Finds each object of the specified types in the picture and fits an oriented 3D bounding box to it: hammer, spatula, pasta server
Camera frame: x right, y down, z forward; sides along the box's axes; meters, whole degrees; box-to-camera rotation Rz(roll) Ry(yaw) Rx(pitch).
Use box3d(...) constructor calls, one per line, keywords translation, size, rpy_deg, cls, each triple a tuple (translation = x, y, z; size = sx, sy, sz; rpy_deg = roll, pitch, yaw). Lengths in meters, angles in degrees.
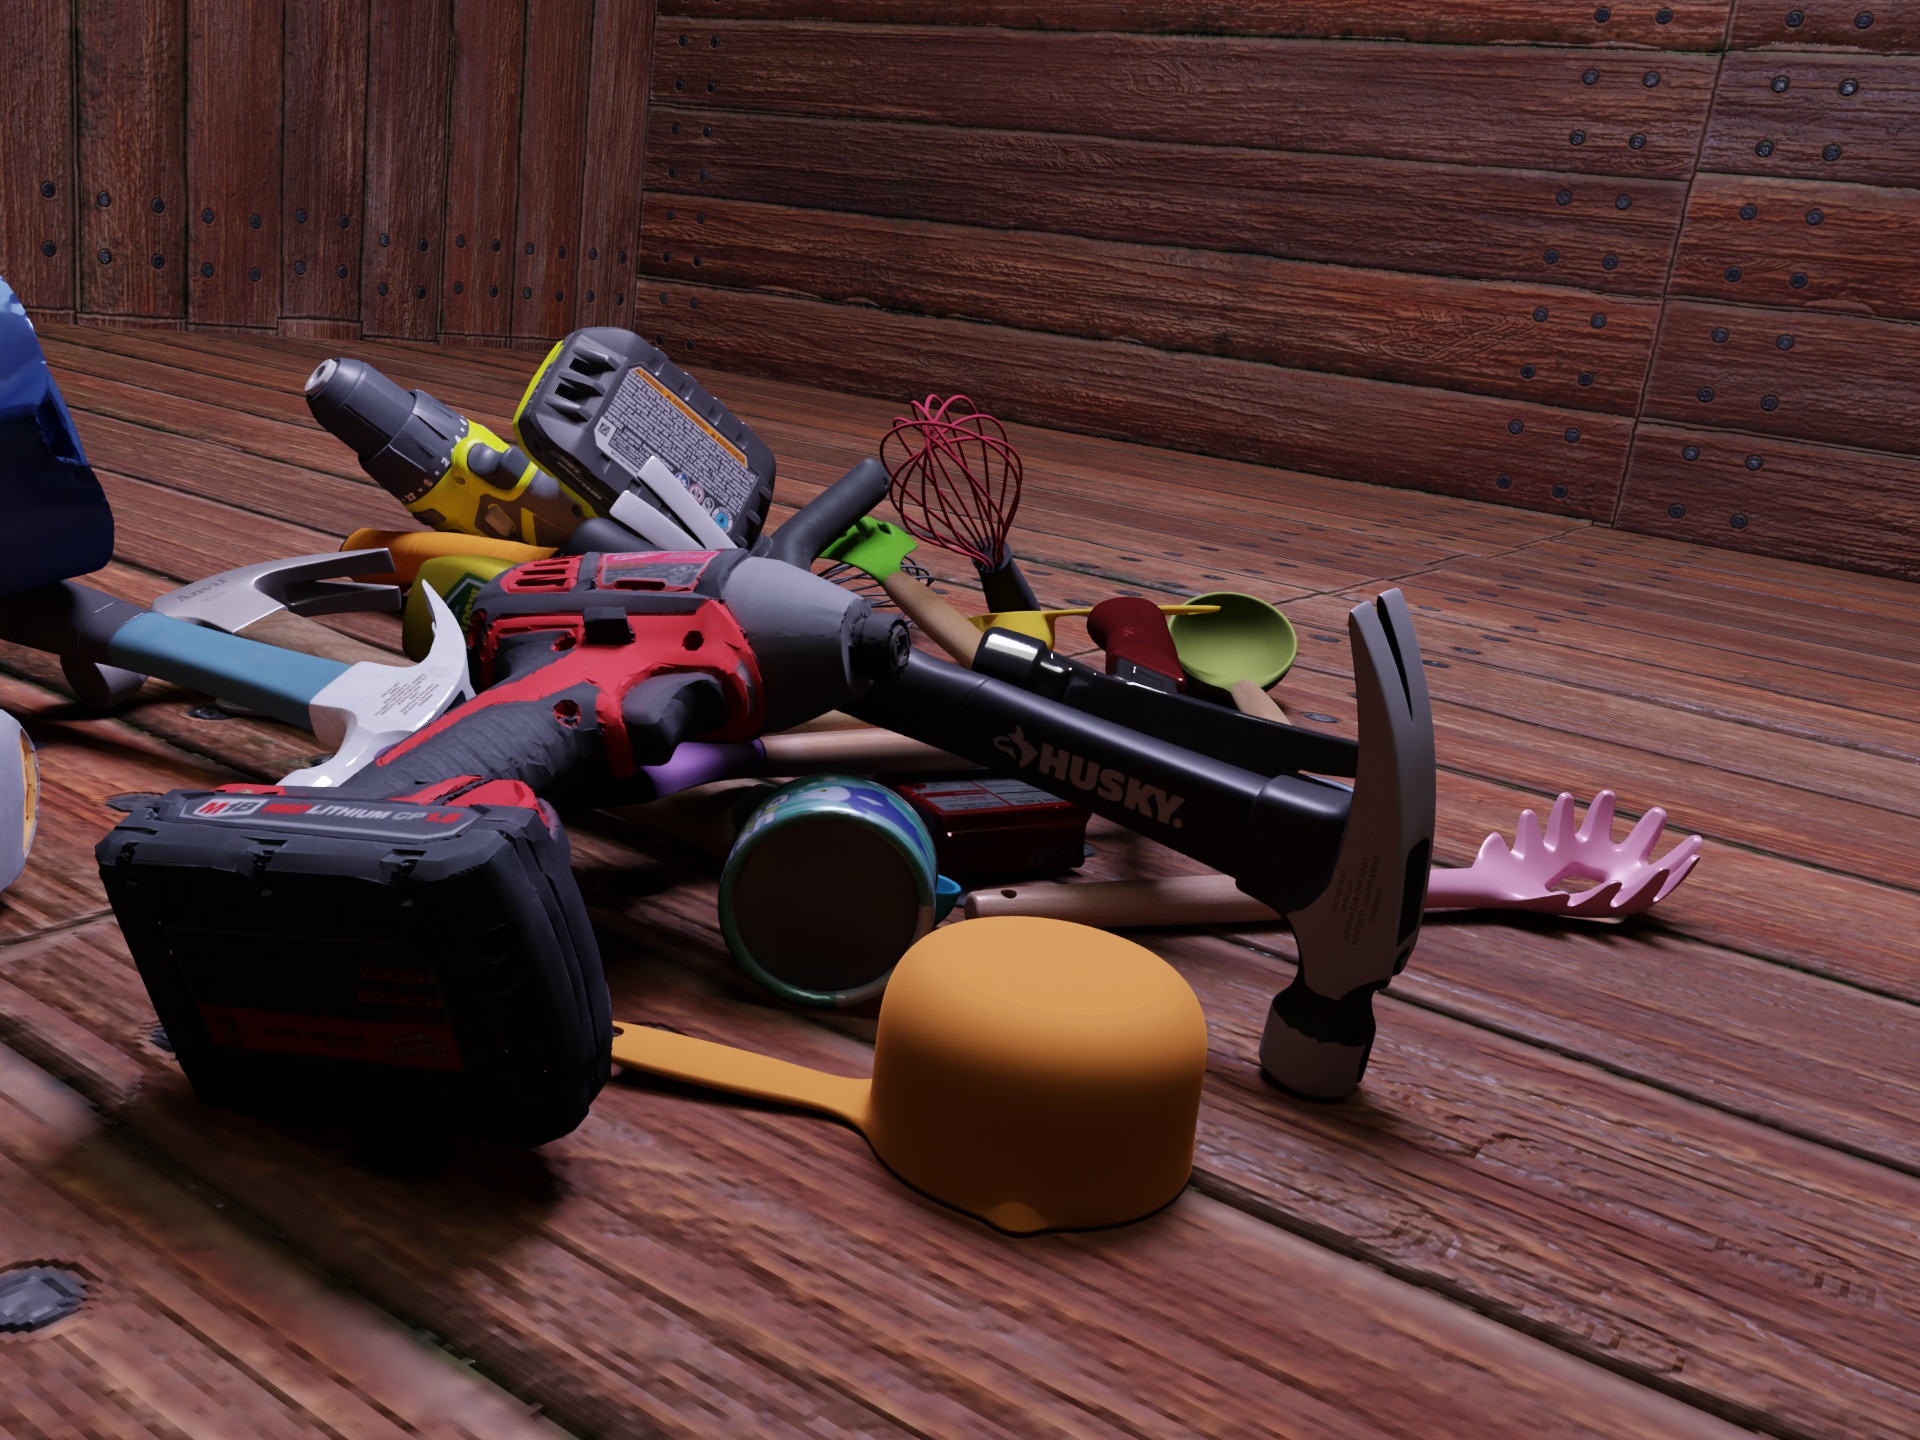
box3d(translation=(-0.006, -0.011, 0.525), size=(0.335, 0.146, 0.035), rpy_deg=(22, 25, 29), cls="hammer")
box3d(translation=(-0.054, 0.012, 0.595), size=(0.315, 0.018, 0.060), rpy_deg=(-2, 30, -33), cls="spatula")
box3d(translation=(-0.227, -0.081, 0.818), size=(0.337, 0.034, 0.127), rpy_deg=(8, -31, 40), cls="hammer")
box3d(translation=(0.150, 0.060, 0.609), size=(0.316, 0.040, 0.060), rpy_deg=(0, 27, -22), cls="pasta server")
box3d(translation=(-0.202, -0.004, 0.644), size=(0.331, 0.031, 0.130), rpy_deg=(19, 37, 24), cls="hammer")
box3d(translation=(-0.335, -0.034, 0.626), size=(0.331, 0.033, 0.128), rpy_deg=(15, 39, 19), cls="hammer")
box3d(translation=(0.092, -0.021, 0.722), size=(0.149, 0.036, 0.359), rpy_deg=(18, 10, 3), cls="hammer")

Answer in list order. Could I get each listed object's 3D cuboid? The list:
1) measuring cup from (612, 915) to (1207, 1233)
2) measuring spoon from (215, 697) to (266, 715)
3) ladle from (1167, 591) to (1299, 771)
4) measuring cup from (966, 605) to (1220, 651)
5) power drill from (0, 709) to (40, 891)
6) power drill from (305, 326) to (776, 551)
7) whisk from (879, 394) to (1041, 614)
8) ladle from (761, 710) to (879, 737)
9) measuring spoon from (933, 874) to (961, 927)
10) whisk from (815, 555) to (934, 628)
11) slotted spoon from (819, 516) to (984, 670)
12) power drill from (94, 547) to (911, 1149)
box3d(translation=(-0.020, 0.079, 0.420), size=(0.173, 0.052, 0.095), rpy_deg=(11, 15, 4), cls="measuring cup")
box3d(translation=(-0.261, -0.001, 0.686), size=(0.124, 0.018, 0.034), rpy_deg=(3, 33, 8), cls="measuring spoon")
box3d(translation=(0.151, -0.022, 0.822), size=(0.078, 0.062, 0.320), rpy_deg=(5, 10, 3), cls="ladle")
box3d(translation=(0.074, -0.050, 0.926), size=(0.156, 0.029, 0.062), rpy_deg=(-2, -1, 22), cls="measuring cup")
box3d(translation=(-0.355, 0.038, 0.371), size=(0.185, 0.084, 0.226), rpy_deg=(3, 12, -10), cls="power drill")
box3d(translation=(-0.226, -0.136, 0.844), size=(0.228, 0.080, 0.190), rpy_deg=(-1, -31, 45), cls="power drill")
box3d(translation=(0.013, -0.102, 0.905), size=(0.073, 0.073, 0.295), rpy_deg=(12, -14, 15), cls="whisk")
box3d(translation=(-0.001, -0.002, 0.715), size=(0.069, 0.031, 0.315), rpy_deg=(21, 15, 38), cls="ladle")
box3d(translation=(-0.037, 0.057, 0.581), size=(0.042, 0.021, 0.129), rpy_deg=(10, 4, -21), cls="measuring spoon")
box3d(translation=(-0.107, -0.065, 0.943), size=(0.239, 0.055, 0.055), rpy_deg=(-12, 24, -41), cls="whisk")
box3d(translation=(-0.023, -0.065, 0.832), size=(0.070, 0.031, 0.314), rpy_deg=(-7, 22, -17), cls="slotted spoon")
box3d(translation=(-0.108, 0.013, 0.444), size=(0.143, 0.078, 0.220), rpy_deg=(1, 28, 18), cls="power drill")
